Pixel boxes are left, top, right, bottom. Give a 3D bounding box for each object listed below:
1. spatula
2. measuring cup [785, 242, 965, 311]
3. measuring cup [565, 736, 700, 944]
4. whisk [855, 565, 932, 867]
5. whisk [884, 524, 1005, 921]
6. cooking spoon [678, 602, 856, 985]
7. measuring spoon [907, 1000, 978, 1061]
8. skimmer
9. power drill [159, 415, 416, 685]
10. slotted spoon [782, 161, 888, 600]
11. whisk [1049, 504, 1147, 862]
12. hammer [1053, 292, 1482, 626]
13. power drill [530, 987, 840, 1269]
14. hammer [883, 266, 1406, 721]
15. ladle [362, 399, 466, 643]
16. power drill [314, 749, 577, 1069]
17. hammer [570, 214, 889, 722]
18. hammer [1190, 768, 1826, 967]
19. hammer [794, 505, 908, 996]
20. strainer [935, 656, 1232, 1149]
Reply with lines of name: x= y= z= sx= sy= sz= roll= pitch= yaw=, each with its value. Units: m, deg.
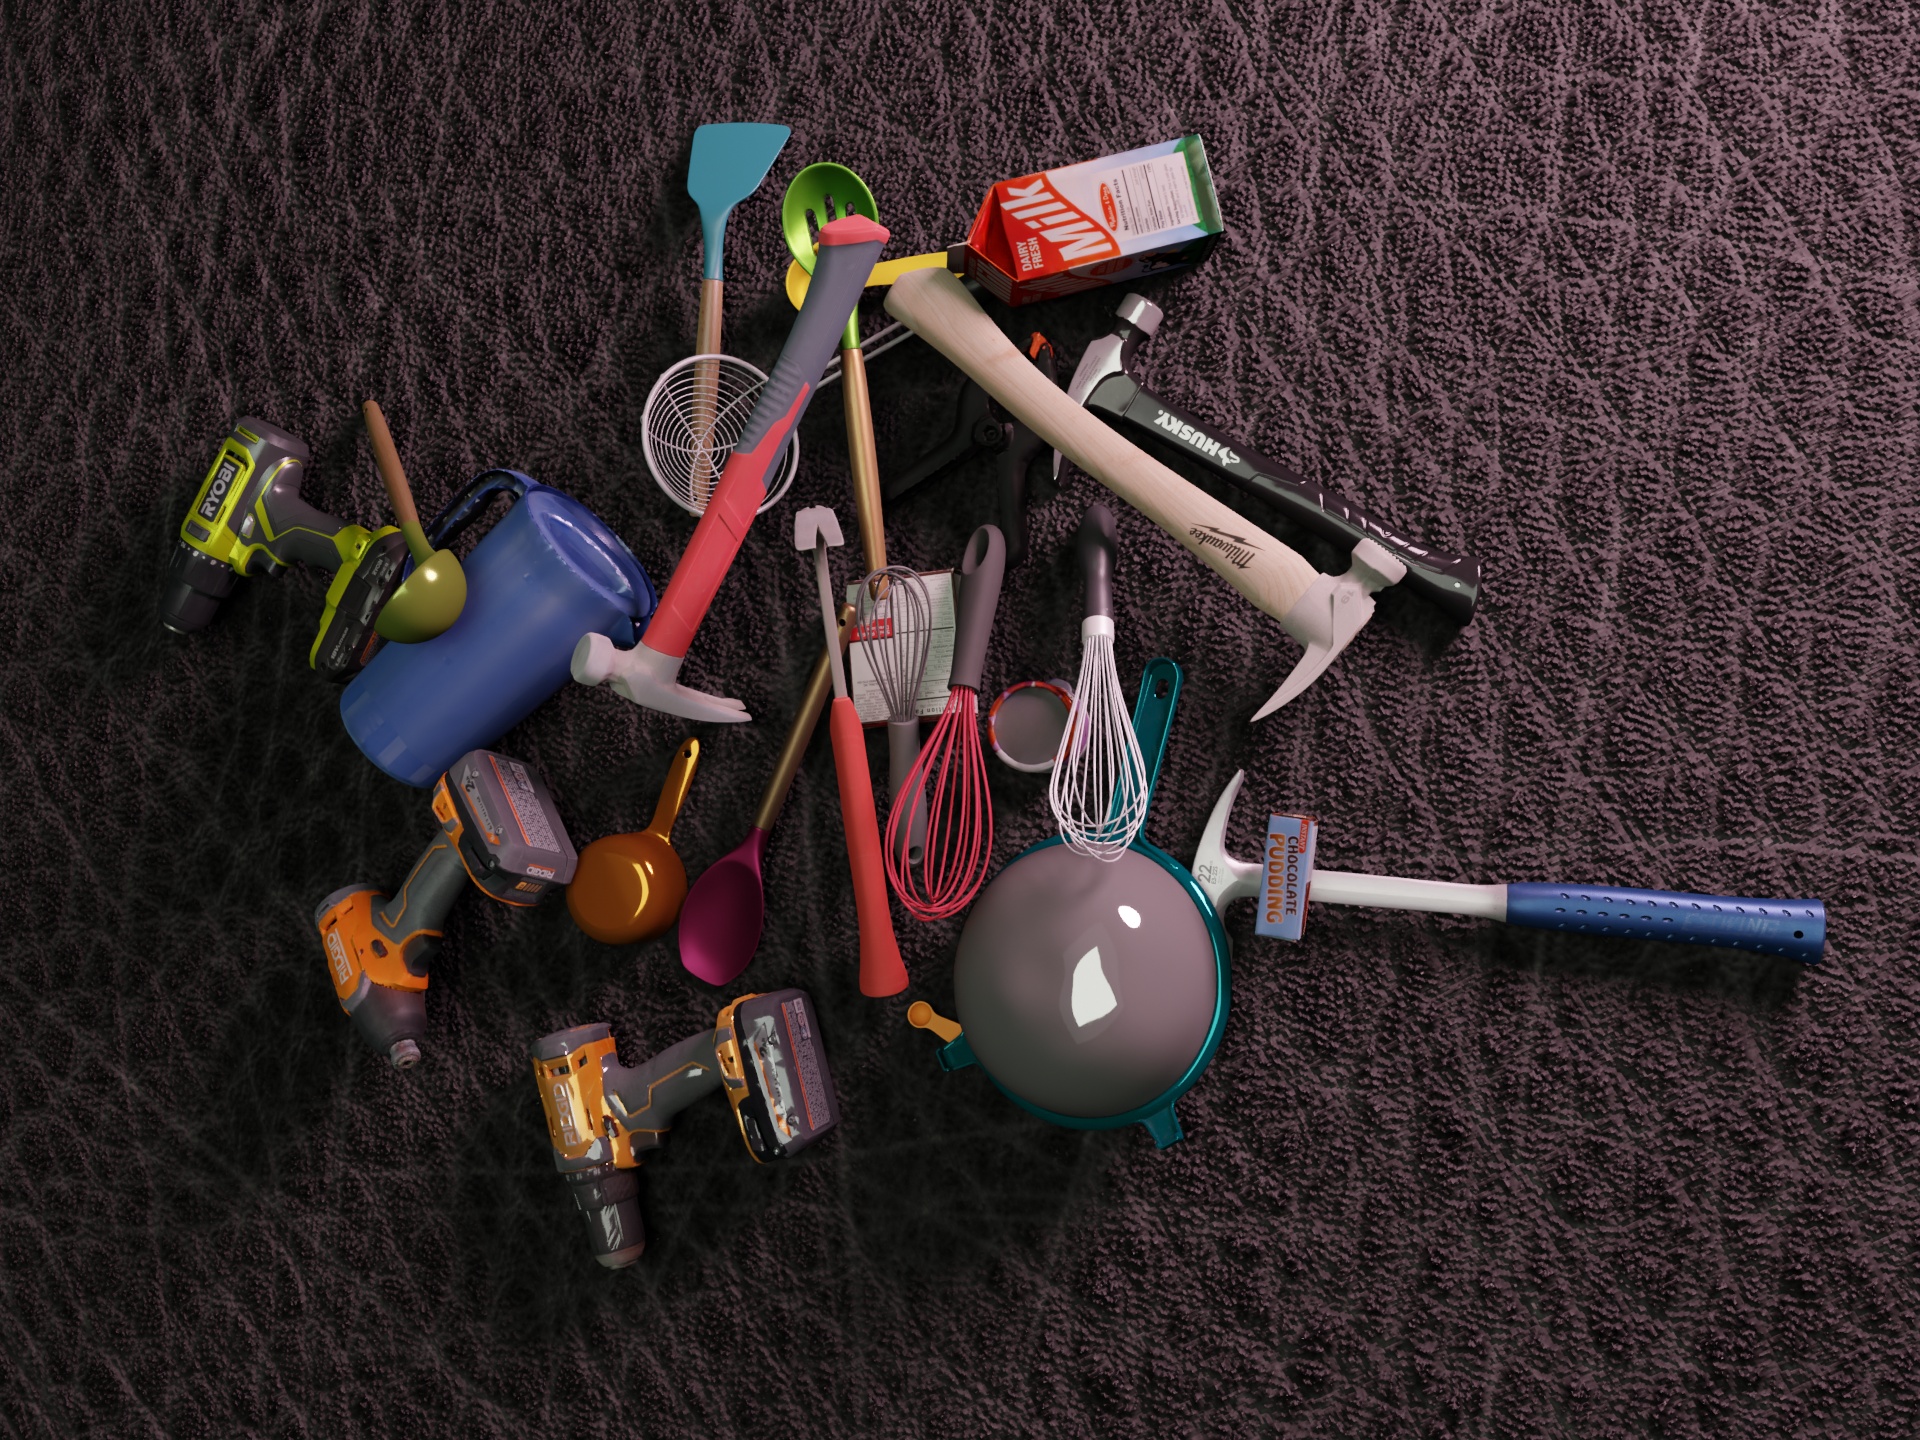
spatula: x=-0.192 y=-0.319 z=1.259 sx=0.082 sy=0.044 sz=0.317 roll=6 pitch=93 yaw=15
measuring cup: x=-0.056 y=-0.340 z=1.226 sx=0.156 sy=0.029 sz=0.062 roll=-6 pitch=86 yaw=3
measuring cup: x=-0.247 y=0.093 z=1.235 sx=0.095 sy=0.052 sz=0.173 roll=24 pitch=95 yaw=15
whisk: x=-0.044 y=0.001 z=1.151 sx=0.055 sy=0.055 sz=0.238 roll=3 pitch=114 yaw=15
whisk: x=-0.002 y=-0.004 z=1.118 sx=0.073 sy=0.073 sz=0.296 roll=4 pitch=71 yaw=15
cooking spoon: x=-0.141 y=0.058 z=1.209 sx=0.069 sy=0.017 sz=0.319 roll=26 pitch=103 yaw=15
measuring spoon: x=0.013 y=0.242 z=1.181 sx=0.117 sy=0.011 sz=0.021 roll=27 pitch=84 yaw=11
skimmer: x=-0.068 y=-0.275 z=1.187 sx=0.363 sy=0.090 sz=0.127 roll=-28 pitch=104 yaw=11
power drill: x=-0.554 y=-0.122 z=1.319 sx=0.229 sy=0.080 sz=0.190 roll=30 pitch=95 yaw=17
slotted spoon: x=-0.079 y=-0.244 z=1.160 sx=0.070 sy=0.031 sz=0.314 roll=-7 pitch=95 yaw=3
whisk: x=0.096 y=-0.033 z=1.106 sx=0.070 sy=0.070 sz=0.285 roll=-6 pitch=59 yaw=15
hammer: x=0.219 y=-0.164 z=1.132 sx=0.335 sy=0.035 sz=0.146 roll=33 pitch=95 yaw=14
power drill: x=-0.209 y=0.307 z=1.203 sx=0.226 sy=0.084 sz=0.185 roll=-16 pitch=84 yaw=18
hammer: x=0.103 y=-0.174 z=1.118 sx=0.411 sy=0.038 sz=0.146 roll=40 pitch=100 yaw=10
ladle: x=-0.441 y=-0.168 z=1.230 sx=0.078 sy=0.062 sz=0.321 roll=-48 pitch=47 yaw=17
power drill: x=-0.403 y=0.151 z=1.235 sx=0.226 sy=0.084 sz=0.164 roll=-44 pitch=56 yaw=15
hammer: x=-0.139 y=-0.175 z=1.149 sx=0.386 sy=0.143 sz=0.038 roll=-61 pitch=35 yaw=16
hammer: x=0.359 y=0.117 z=1.079 sx=0.405 sy=0.035 sz=0.144 roll=4 pitch=88 yaw=15
hammer: x=-0.077 y=0.031 z=1.126 sx=0.036 sy=0.149 sz=0.359 roll=-8 pitch=105 yaw=-4
strainer: x=0.090 y=0.115 z=1.102 sx=0.211 sy=0.095 sz=0.340 roll=14 pitch=88 yaw=29
